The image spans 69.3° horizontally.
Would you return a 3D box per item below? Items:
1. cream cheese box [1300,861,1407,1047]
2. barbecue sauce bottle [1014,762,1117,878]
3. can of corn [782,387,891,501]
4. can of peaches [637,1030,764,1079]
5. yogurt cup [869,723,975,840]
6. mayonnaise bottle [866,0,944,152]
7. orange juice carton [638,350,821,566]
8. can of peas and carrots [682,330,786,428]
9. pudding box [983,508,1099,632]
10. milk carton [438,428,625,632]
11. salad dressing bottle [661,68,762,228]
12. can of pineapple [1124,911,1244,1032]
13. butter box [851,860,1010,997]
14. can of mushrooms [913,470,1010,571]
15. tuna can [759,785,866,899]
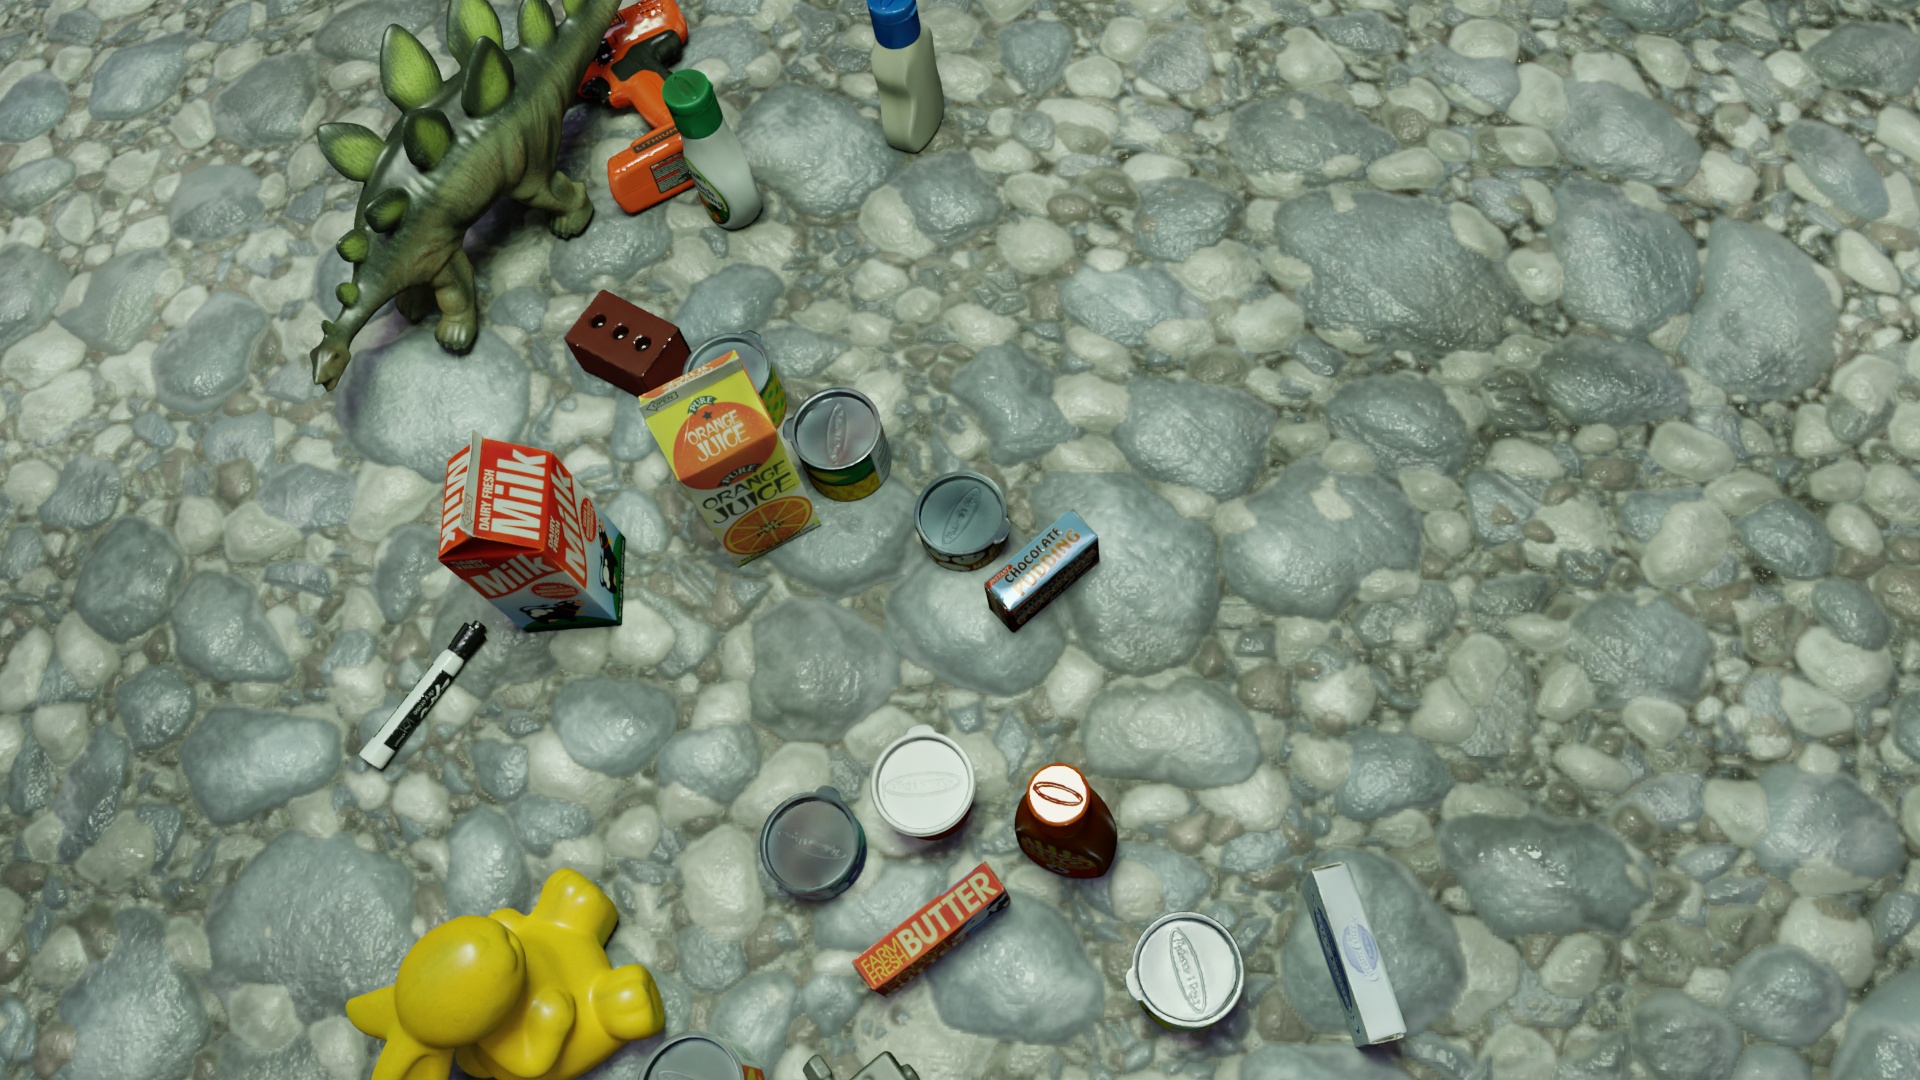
[{"bbox_3d":[0.237,0.251,0.841,0.024,0.053,0.104,-15,66,0],"label":"cream cheese box"},{"bbox_3d":[0.063,0.170,0.844,0.065,0.148,0.044,16,69,13],"label":"barbecue sauce bottle"},{"bbox_3d":[-0.089,-0.069,1.016,0.071,0.058,0.071,-2,66,5],"label":"can of corn"},{"bbox_3d":[-0.158,0.338,0.844,0.071,0.058,0.071,-2,66,5],"label":"can of peaches"},{"bbox_3d":[-0.022,0.164,0.908,0.072,0.053,0.072,-2,66,5],"label":"yogurt cup"},{"bbox_3d":[-0.045,-0.376,1.098,0.041,0.147,0.065,20,71,14],"label":"mayonnaise bottle"},{"bbox_3d":[-0.158,-0.061,0.947,0.072,0.192,0.073,-27,67,-5],"label":"orange juice carton"},{"bbox_3d":[-0.168,-0.115,1.045,0.071,0.058,0.071,-2,66,5],"label":"can of peas and carrots"},{"bbox_3d":[0.057,0.021,0.965,0.084,0.049,0.030,-39,68,-11],"label":"pudding box"},{"bbox_3d":[-0.292,-0.003,0.937,0.073,0.190,0.072,-5,66,4],"label":"milk carton"},{"bbox_3d":[-0.194,-0.304,1.082,0.044,0.147,0.064,-39,68,-10],"label":"salad dressing bottle"},{"bbox_3d":[0.135,0.263,0.844,0.071,0.057,0.071,-2,66,5],"label":"can of pineapple"},{"bbox_3d":[-0.017,0.245,0.872,0.104,0.053,0.024,-35,67,-9],"label":"butter box"},{"bbox_3d":[0.004,-0.012,0.994,0.071,0.033,0.071,-2,66,5],"label":"can of mushrooms"},{"bbox_3d":[-0.095,0.199,0.912,0.071,0.032,0.071,-2,66,5],"label":"tuna can"}]
